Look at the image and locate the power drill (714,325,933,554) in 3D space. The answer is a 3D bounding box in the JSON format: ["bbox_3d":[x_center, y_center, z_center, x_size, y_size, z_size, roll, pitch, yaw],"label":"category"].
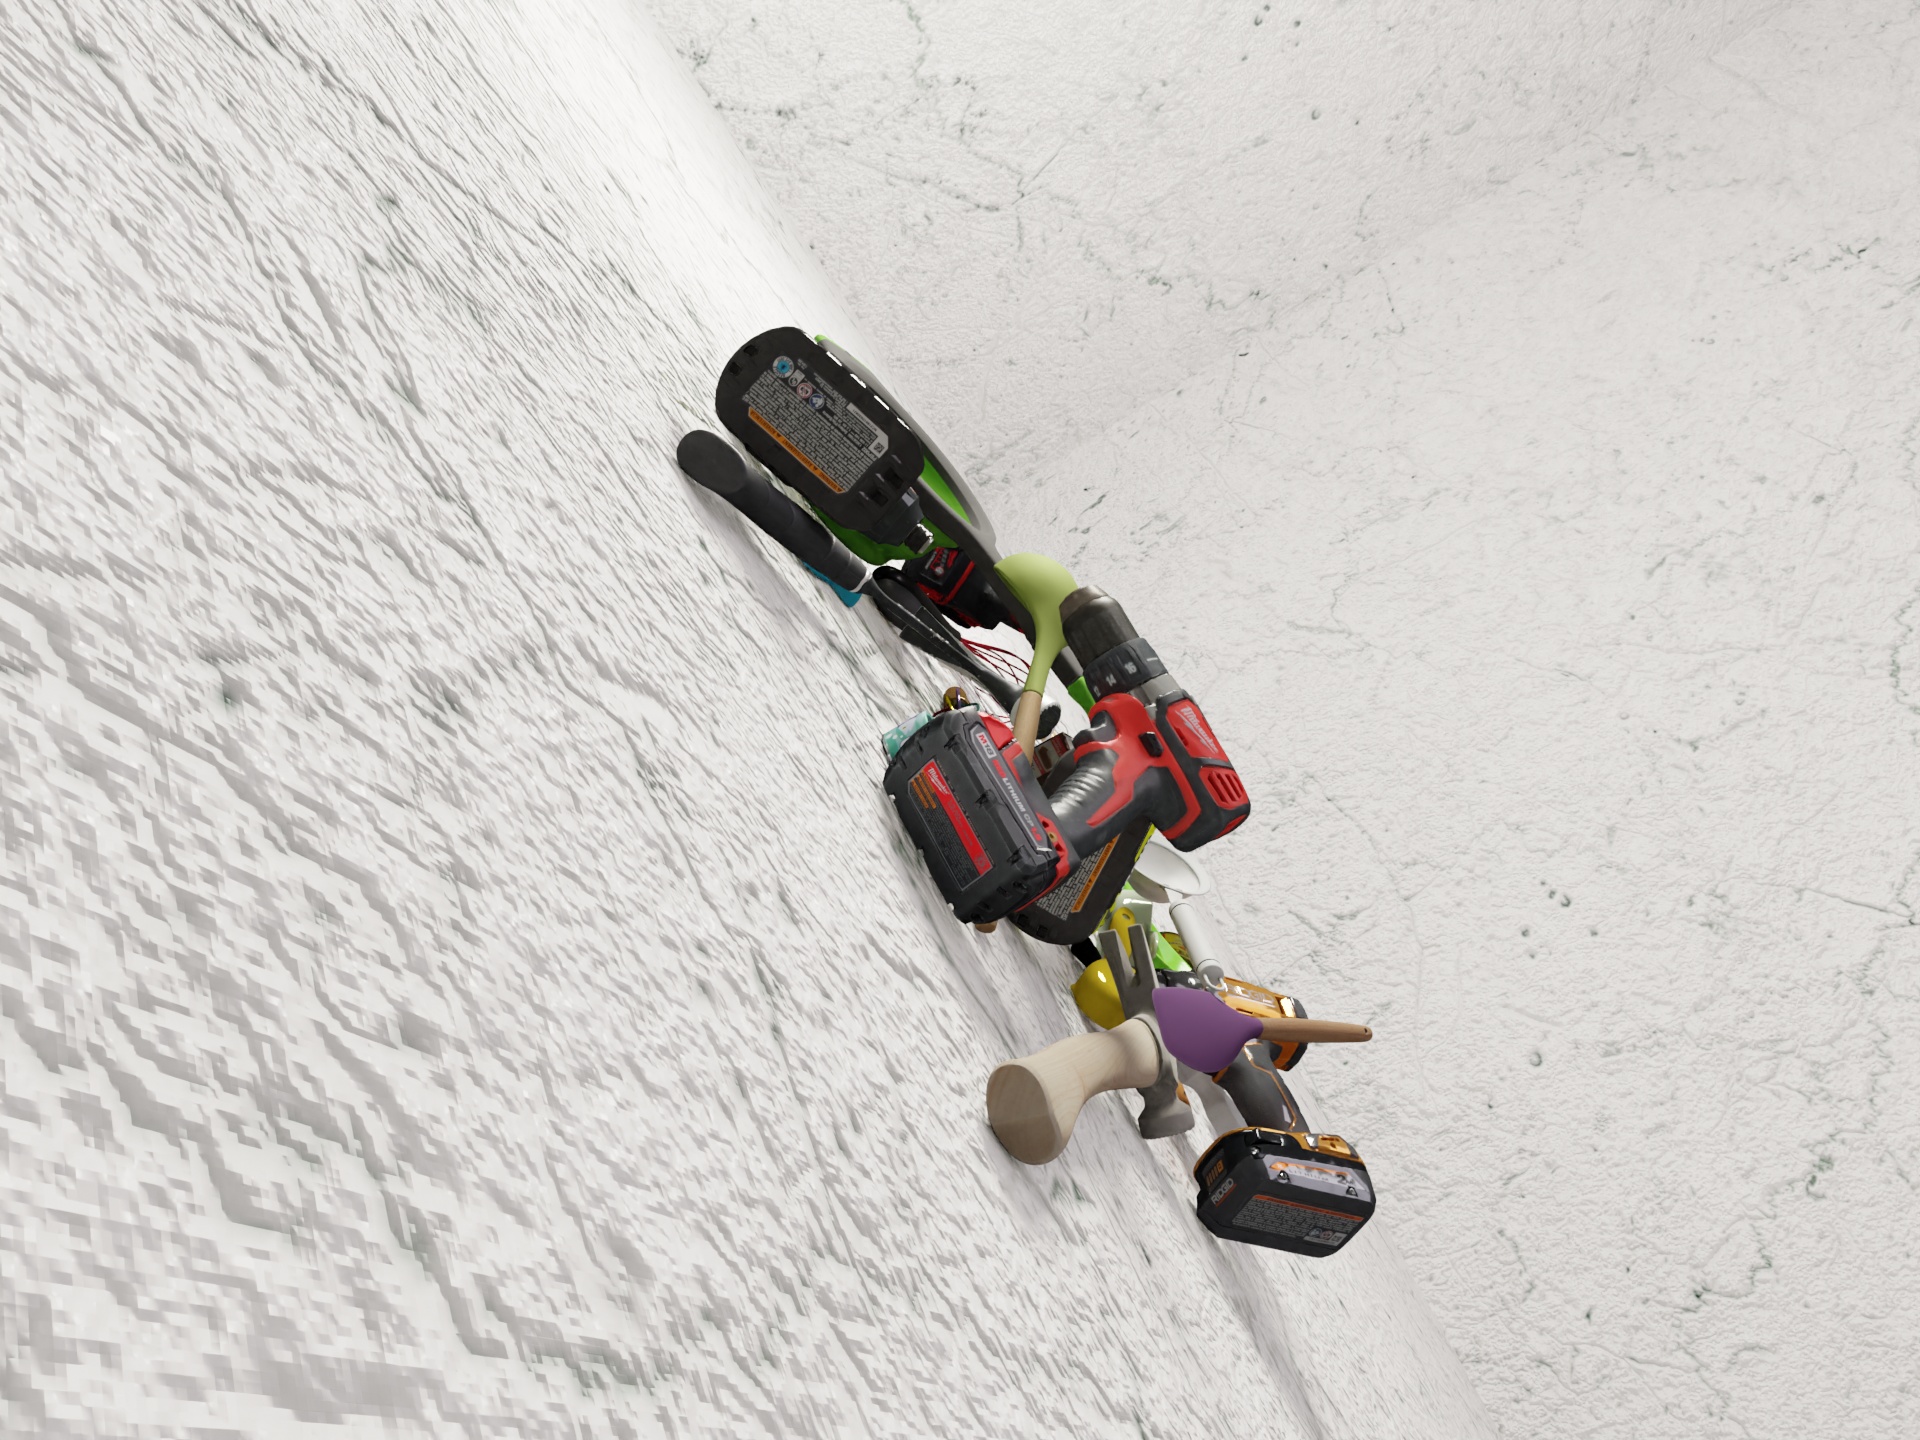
[{"bbox_3d":[-0.086,-0.182,1.088,0.171,0.080,0.223,42,1,-3],"label":"power drill"}]

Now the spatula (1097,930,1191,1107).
[{"bbox_3d":[0.150,0.211,1.412,0.080,0.041,0.323,43,17,-41],"label":"spatula"}]

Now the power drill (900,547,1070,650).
[{"bbox_3d":[0.048,-0.109,1.495,0.220,0.078,0.143,33,0,42],"label":"power drill"}]

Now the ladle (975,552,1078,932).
[{"bbox_3d":[0.034,0.008,1.072,0.078,0.062,0.320,47,41,-35],"label":"ladle"}]

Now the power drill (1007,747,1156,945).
[{"bbox_3d":[0.108,0.071,1.168,0.080,0.190,0.228,29,8,12],"label":"power drill"}]

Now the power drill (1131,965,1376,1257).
[{"bbox_3d":[0.199,0.277,1.196,0.185,0.084,0.226,18,32,-21],"label":"power drill"}]

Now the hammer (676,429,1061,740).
[{"bbox_3d":[-0.064,-0.093,1.083,0.149,0.036,0.408,38,1,32],"label":"hammer"}]

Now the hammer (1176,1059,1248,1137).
[{"bbox_3d":[0.265,0.332,1.461,0.144,0.035,0.405,59,12,9],"label":"hammer"}]

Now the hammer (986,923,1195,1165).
[{"bbox_3d":[0.078,0.192,0.934,0.410,0.038,0.146,27,49,-73],"label":"hammer"}]

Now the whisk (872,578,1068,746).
[{"bbox_3d":[0.008,-0.042,1.404,0.284,0.070,0.070,43,16,-42],"label":"whisk"}]

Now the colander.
[{"bbox_3d":[-0.025,-0.132,1.286,0.397,0.094,0.204,55,14,18],"label":"colander"}]

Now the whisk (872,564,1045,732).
[{"bbox_3d":[-0.001,-0.064,1.457,0.295,0.073,0.073,42,18,-52],"label":"whisk"}]

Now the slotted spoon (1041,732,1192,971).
[{"bbox_3d":[0.137,0.121,1.464,0.070,0.031,0.314,28,30,-55],"label":"slotted spoon"}]

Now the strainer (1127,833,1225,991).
[{"bbox_3d":[0.169,0.148,1.248,0.087,0.050,0.259,21,17,-12],"label":"strainer"}]

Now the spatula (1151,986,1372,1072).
[{"bbox_3d":[0.231,0.230,1.175,0.315,0.018,0.060,14,56,-49],"label":"spatula"}]

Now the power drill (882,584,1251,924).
[{"bbox_3d":[0.064,0.014,0.987,0.226,0.080,0.188,-18,73,-40],"label":"power drill"}]

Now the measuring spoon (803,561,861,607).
[{"bbox_3d":[-0.094,-0.114,1.150,0.042,0.021,0.128,61,6,14],"label":"measuring spoon"}]

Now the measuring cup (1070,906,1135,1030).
[{"bbox_3d":[0.123,0.178,1.206,0.062,0.029,0.157,28,29,-2],"label":"measuring cup"}]

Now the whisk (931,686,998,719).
[{"bbox_3d":[-0.001,-0.002,1.259,0.047,0.051,0.245,32,5,-5],"label":"whisk"}]

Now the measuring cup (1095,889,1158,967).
[{"bbox_3d":[0.137,0.178,1.308,0.167,0.038,0.083,80,20,-86],"label":"measuring cup"}]
